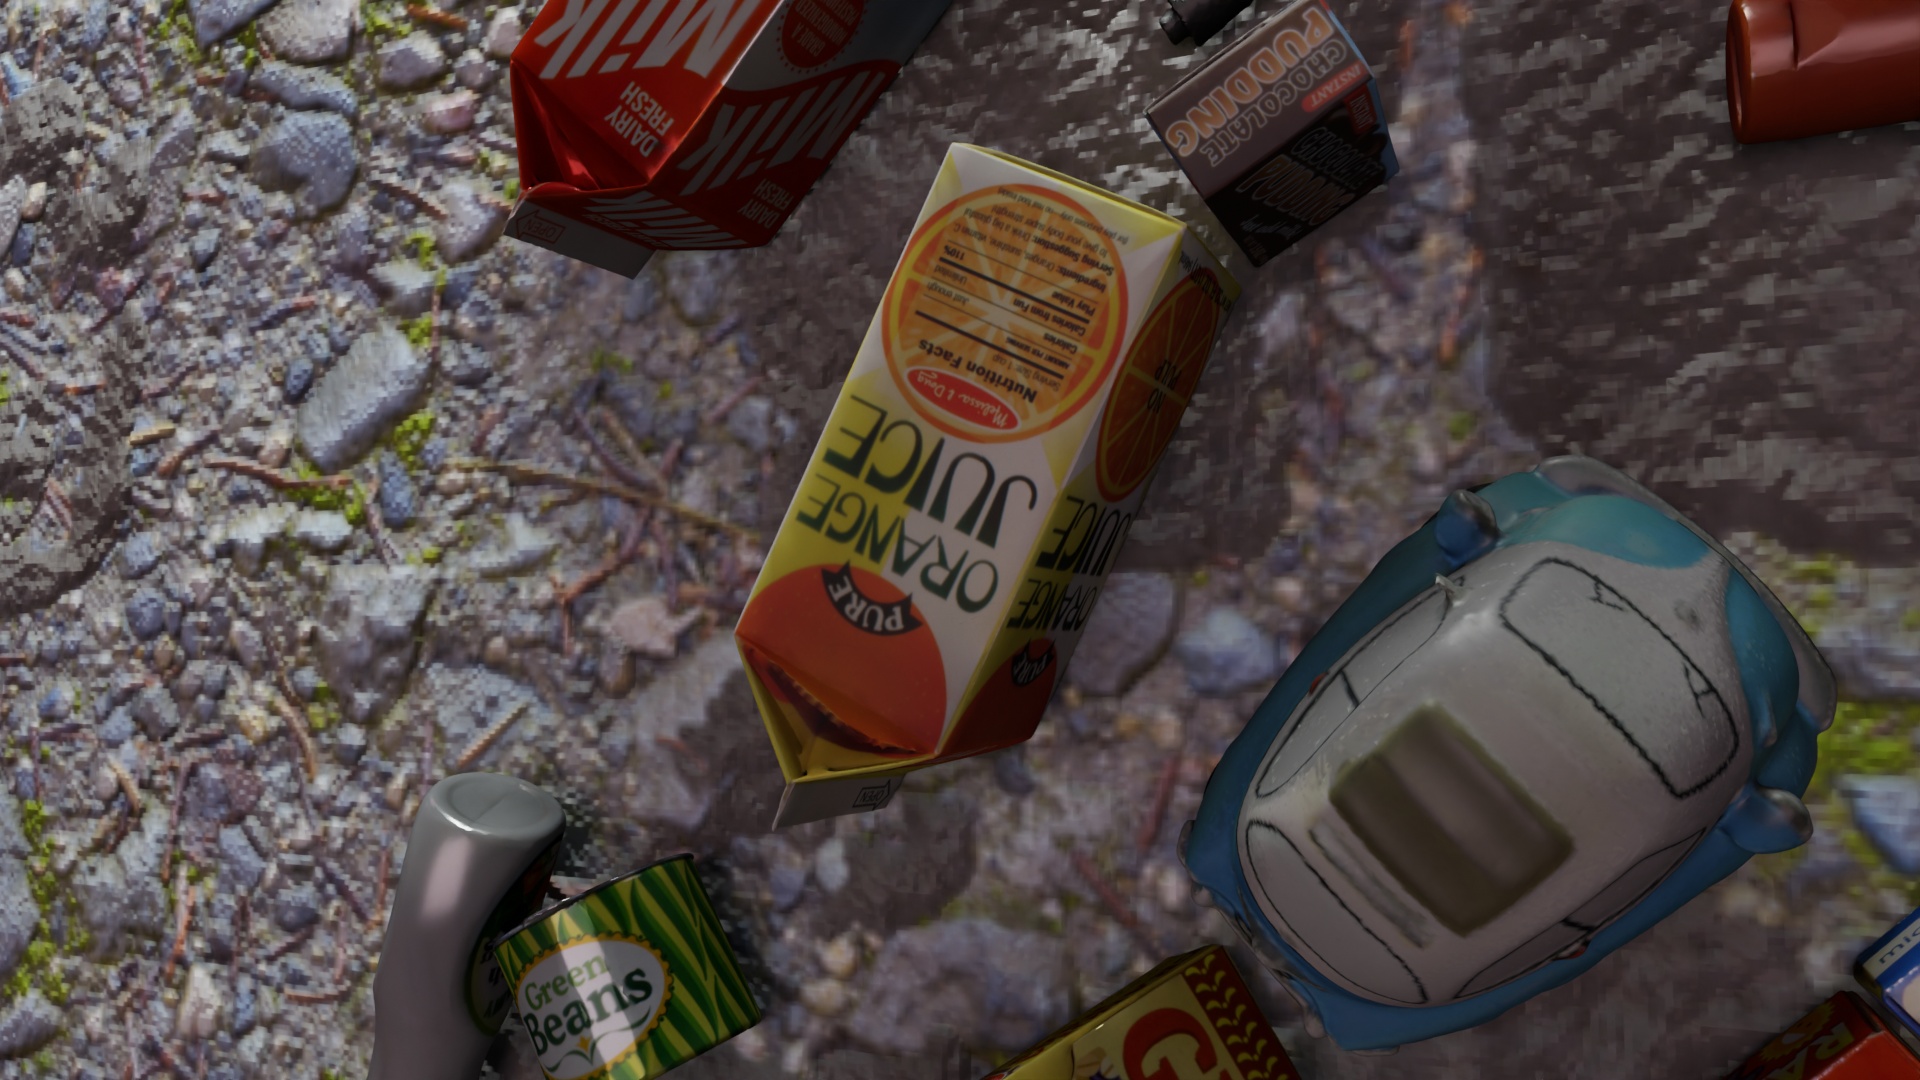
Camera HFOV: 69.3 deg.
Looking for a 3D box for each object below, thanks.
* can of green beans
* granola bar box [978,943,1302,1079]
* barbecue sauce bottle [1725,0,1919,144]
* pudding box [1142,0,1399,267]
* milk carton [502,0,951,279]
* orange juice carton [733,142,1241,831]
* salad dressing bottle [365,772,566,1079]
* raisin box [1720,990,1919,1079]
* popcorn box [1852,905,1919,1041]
[{"bbox_3d":[-0.103,0.139,0.434,0.071,0.071,0.058,-32,76,18],"label":"can of green beans"},{"bbox_3d":[0.055,0.205,0.341,0.124,0.039,0.166,-24,73,-23],"label":"granola bar box"},{"bbox_3d":[0.259,-0.120,0.315,0.148,0.043,0.065,-4,79,23],"label":"barbecue sauce bottle"},{"bbox_3d":[0.084,-0.105,0.365,0.049,0.084,0.030,-34,78,17],"label":"pudding box"},{"bbox_3d":[-0.069,-0.164,0.438,0.073,0.072,0.190,44,103,19],"label":"milk carton"},{"bbox_3d":[0.001,-0.005,0.398,0.073,0.072,0.192,27,96,22],"label":"orange juice carton"},{"bbox_3d":[-0.173,0.153,0.467,0.044,0.064,0.147,19,102,3],"label":"salad dressing bottle"},{"bbox_3d":[0.194,0.179,0.323,0.123,0.040,0.086,-46,71,14],"label":"raisin box"},{"bbox_3d":[0.277,0.087,0.296,0.126,0.038,0.085,-47,70,13],"label":"popcorn box"}]
